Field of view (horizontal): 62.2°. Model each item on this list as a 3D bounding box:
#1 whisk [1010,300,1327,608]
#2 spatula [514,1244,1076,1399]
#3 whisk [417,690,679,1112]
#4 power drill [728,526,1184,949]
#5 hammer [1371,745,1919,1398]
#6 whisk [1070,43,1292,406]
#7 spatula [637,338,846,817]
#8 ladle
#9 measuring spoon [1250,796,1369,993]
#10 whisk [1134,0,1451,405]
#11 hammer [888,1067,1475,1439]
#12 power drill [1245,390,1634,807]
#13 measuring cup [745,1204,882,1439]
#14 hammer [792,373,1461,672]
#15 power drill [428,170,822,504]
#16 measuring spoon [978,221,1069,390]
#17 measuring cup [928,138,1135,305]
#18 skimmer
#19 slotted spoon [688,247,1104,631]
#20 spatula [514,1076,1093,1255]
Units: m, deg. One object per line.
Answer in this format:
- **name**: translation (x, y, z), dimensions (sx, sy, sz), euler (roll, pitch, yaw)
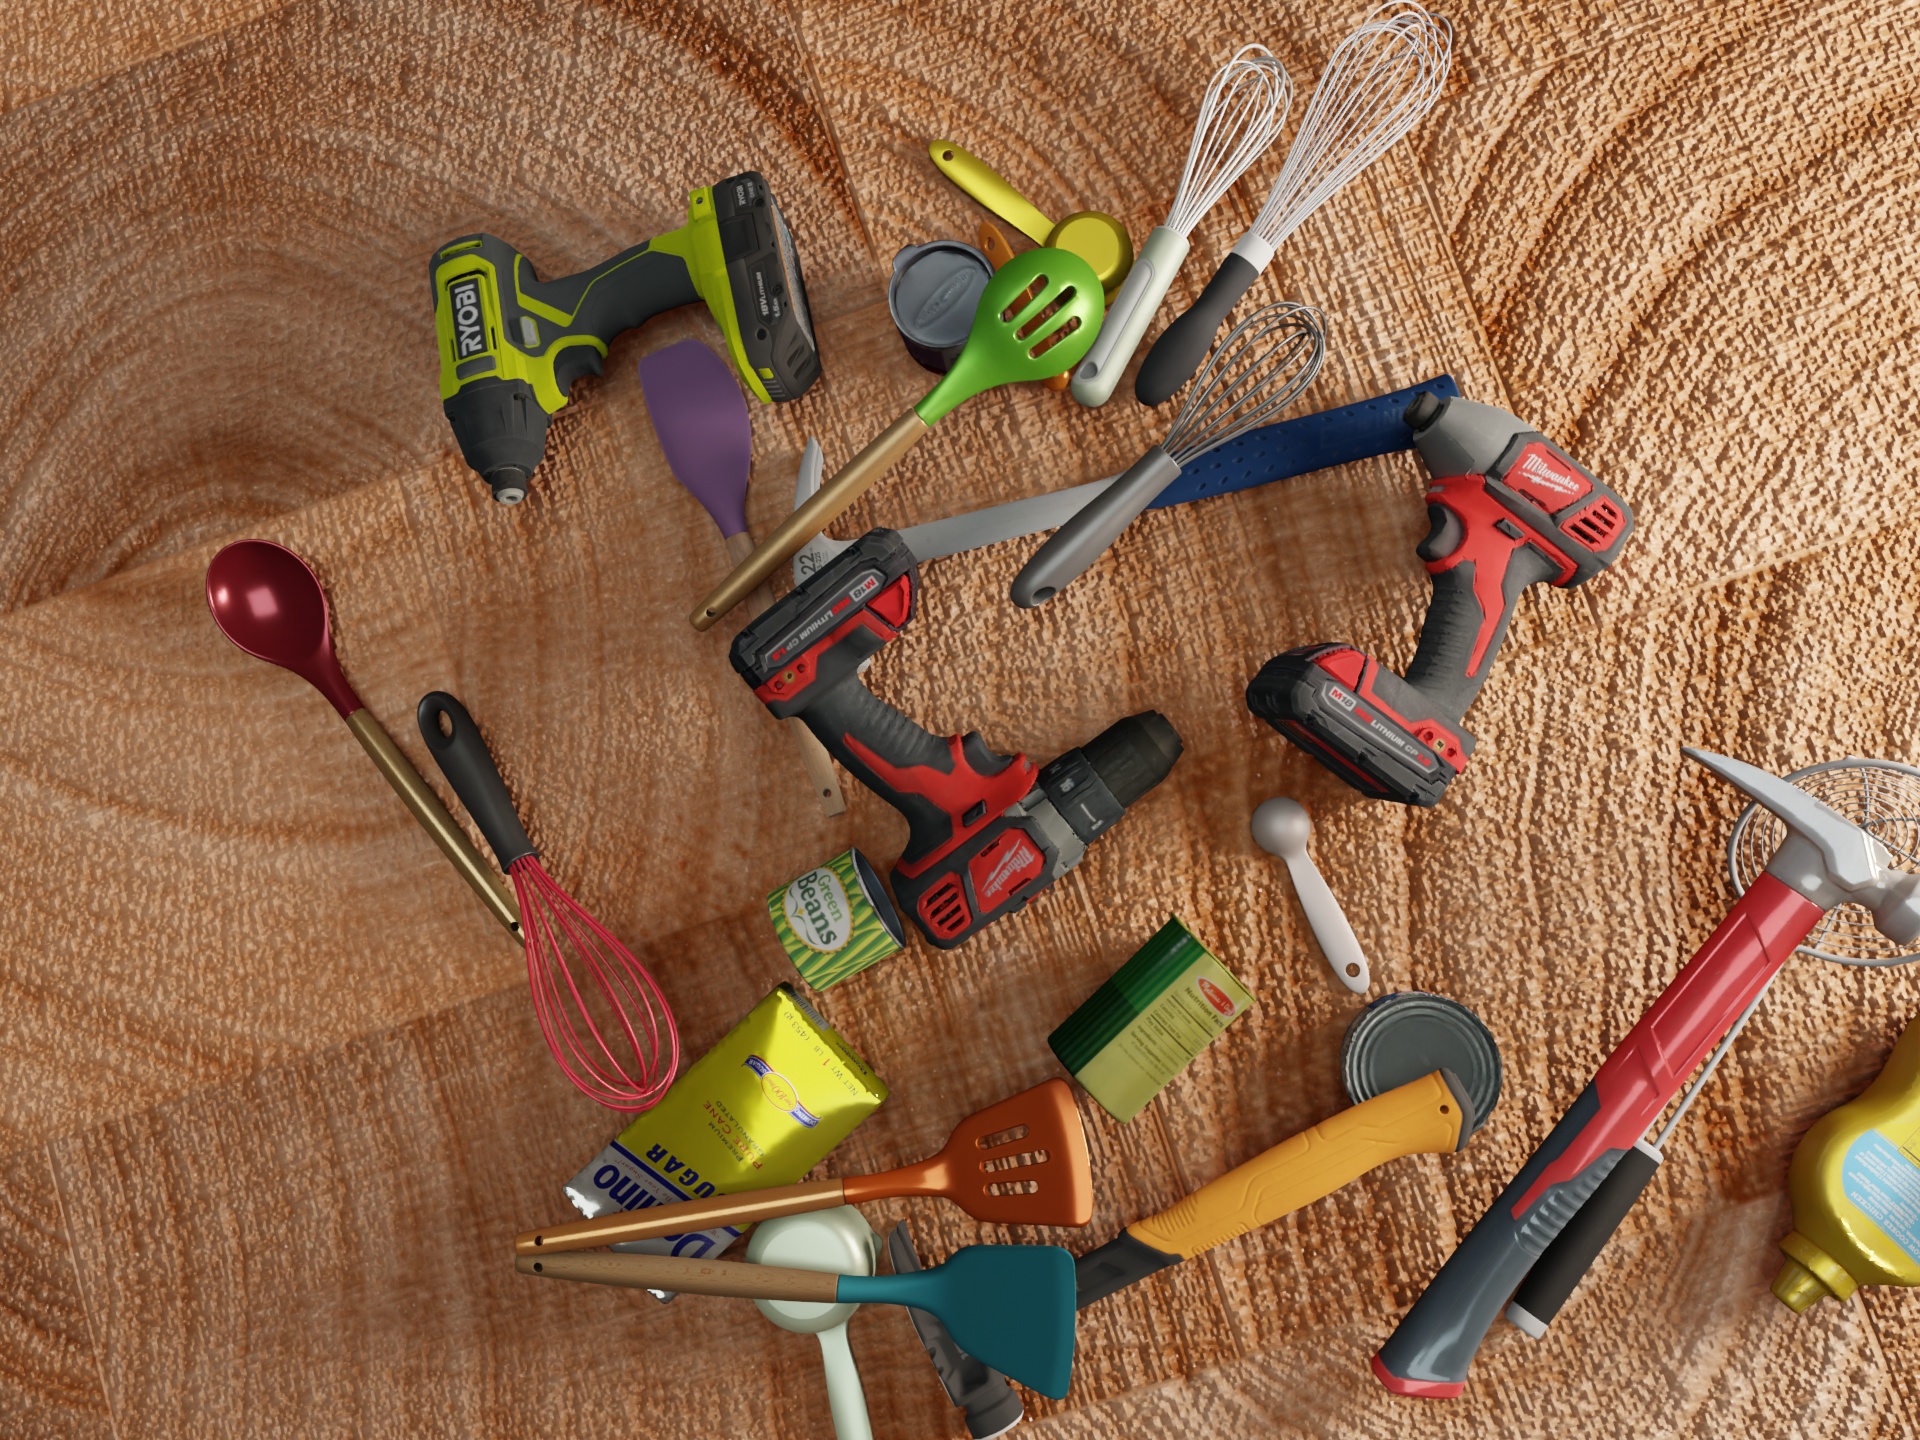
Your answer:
- **whisk**: translation (0.117, -0.150, 0.910), dimensions (0.239, 0.055, 0.055), euler (-44, 82, 4)
- **spatula**: translation (-0.095, 0.315, 0.880), dimensions (0.317, 0.044, 0.082), euler (3, 92, 5)
- **whisk**: translation (-0.253, 0.101, 0.946), dimensions (0.073, 0.073, 0.296), euler (-34, 72, 2)
- **power drill**: translation (-0.001, -0.003, 0.906), dimensions (0.188, 0.080, 0.226), euler (-37, 98, 5)
- **hammer**: translation (0.335, 0.200, 0.851), dimensions (0.143, 0.038, 0.386), euler (39, 101, 23)
- **whisk**: translation (0.129, -0.294, 0.947), dimensions (0.058, 0.059, 0.246), euler (23, 82, 39)
- **spatula**: translation (-0.127, -0.090, 0.978), dimensions (0.060, 0.018, 0.316), euler (-20, 82, 3)
- **ladle**: translation (-0.360, 0.016, 0.987), dimensions (0.069, 0.031, 0.315), euler (-40, 84, 3)
- **measuring spoon**: translation (0.207, 0.102, 0.923), dimensions (0.034, 0.018, 0.124), euler (-26, 83, 3)
- **whisk**: translation (0.193, -0.306, 0.952), dimensions (0.070, 0.070, 0.284), euler (38, 94, 8)
- **hammer**: translation (0.124, 0.274, 0.886), dimensions (0.337, 0.034, 0.127), euler (-29, 82, 10)
- **power drill**: translation (0.265, -0.072, 0.896), dimensions (0.143, 0.078, 0.220), euler (36, 85, -8)
- **measuring cup**: translation (-0.077, 0.359, 0.915), dimensions (0.083, 0.038, 0.168), euler (-15, 81, 4)
- **hammer**: translation (0.094, -0.142, 0.951), dimensions (0.405, 0.035, 0.144), euler (-14, 83, 4)
- **power drill**: translation (-0.206, -0.232, 0.964), dimensions (0.223, 0.080, 0.171), euler (-15, 72, 7)
- **measuring spoon**: translation (0.036, -0.254, 0.975), dimensions (0.021, 0.011, 0.117), euler (-32, 81, 47)
- **measuring cup**: translation (0.040, -0.314, 0.977), dimensions (0.156, 0.029, 0.062), euler (39, 89, 7)
- **skimmer**: translation (0.410, 0.184, 0.857), dimensions (0.127, 0.090, 0.363), euler (35, 89, 10)
- **slotted spoon**: translation (-0.041, -0.158, 0.929), dimensions (0.314, 0.031, 0.070), euler (-41, 105, 7)
- **spatula**: translation (-0.089, 0.265, 0.885), dimensions (0.322, 0.041, 0.081), euler (-9, 73, -1)
